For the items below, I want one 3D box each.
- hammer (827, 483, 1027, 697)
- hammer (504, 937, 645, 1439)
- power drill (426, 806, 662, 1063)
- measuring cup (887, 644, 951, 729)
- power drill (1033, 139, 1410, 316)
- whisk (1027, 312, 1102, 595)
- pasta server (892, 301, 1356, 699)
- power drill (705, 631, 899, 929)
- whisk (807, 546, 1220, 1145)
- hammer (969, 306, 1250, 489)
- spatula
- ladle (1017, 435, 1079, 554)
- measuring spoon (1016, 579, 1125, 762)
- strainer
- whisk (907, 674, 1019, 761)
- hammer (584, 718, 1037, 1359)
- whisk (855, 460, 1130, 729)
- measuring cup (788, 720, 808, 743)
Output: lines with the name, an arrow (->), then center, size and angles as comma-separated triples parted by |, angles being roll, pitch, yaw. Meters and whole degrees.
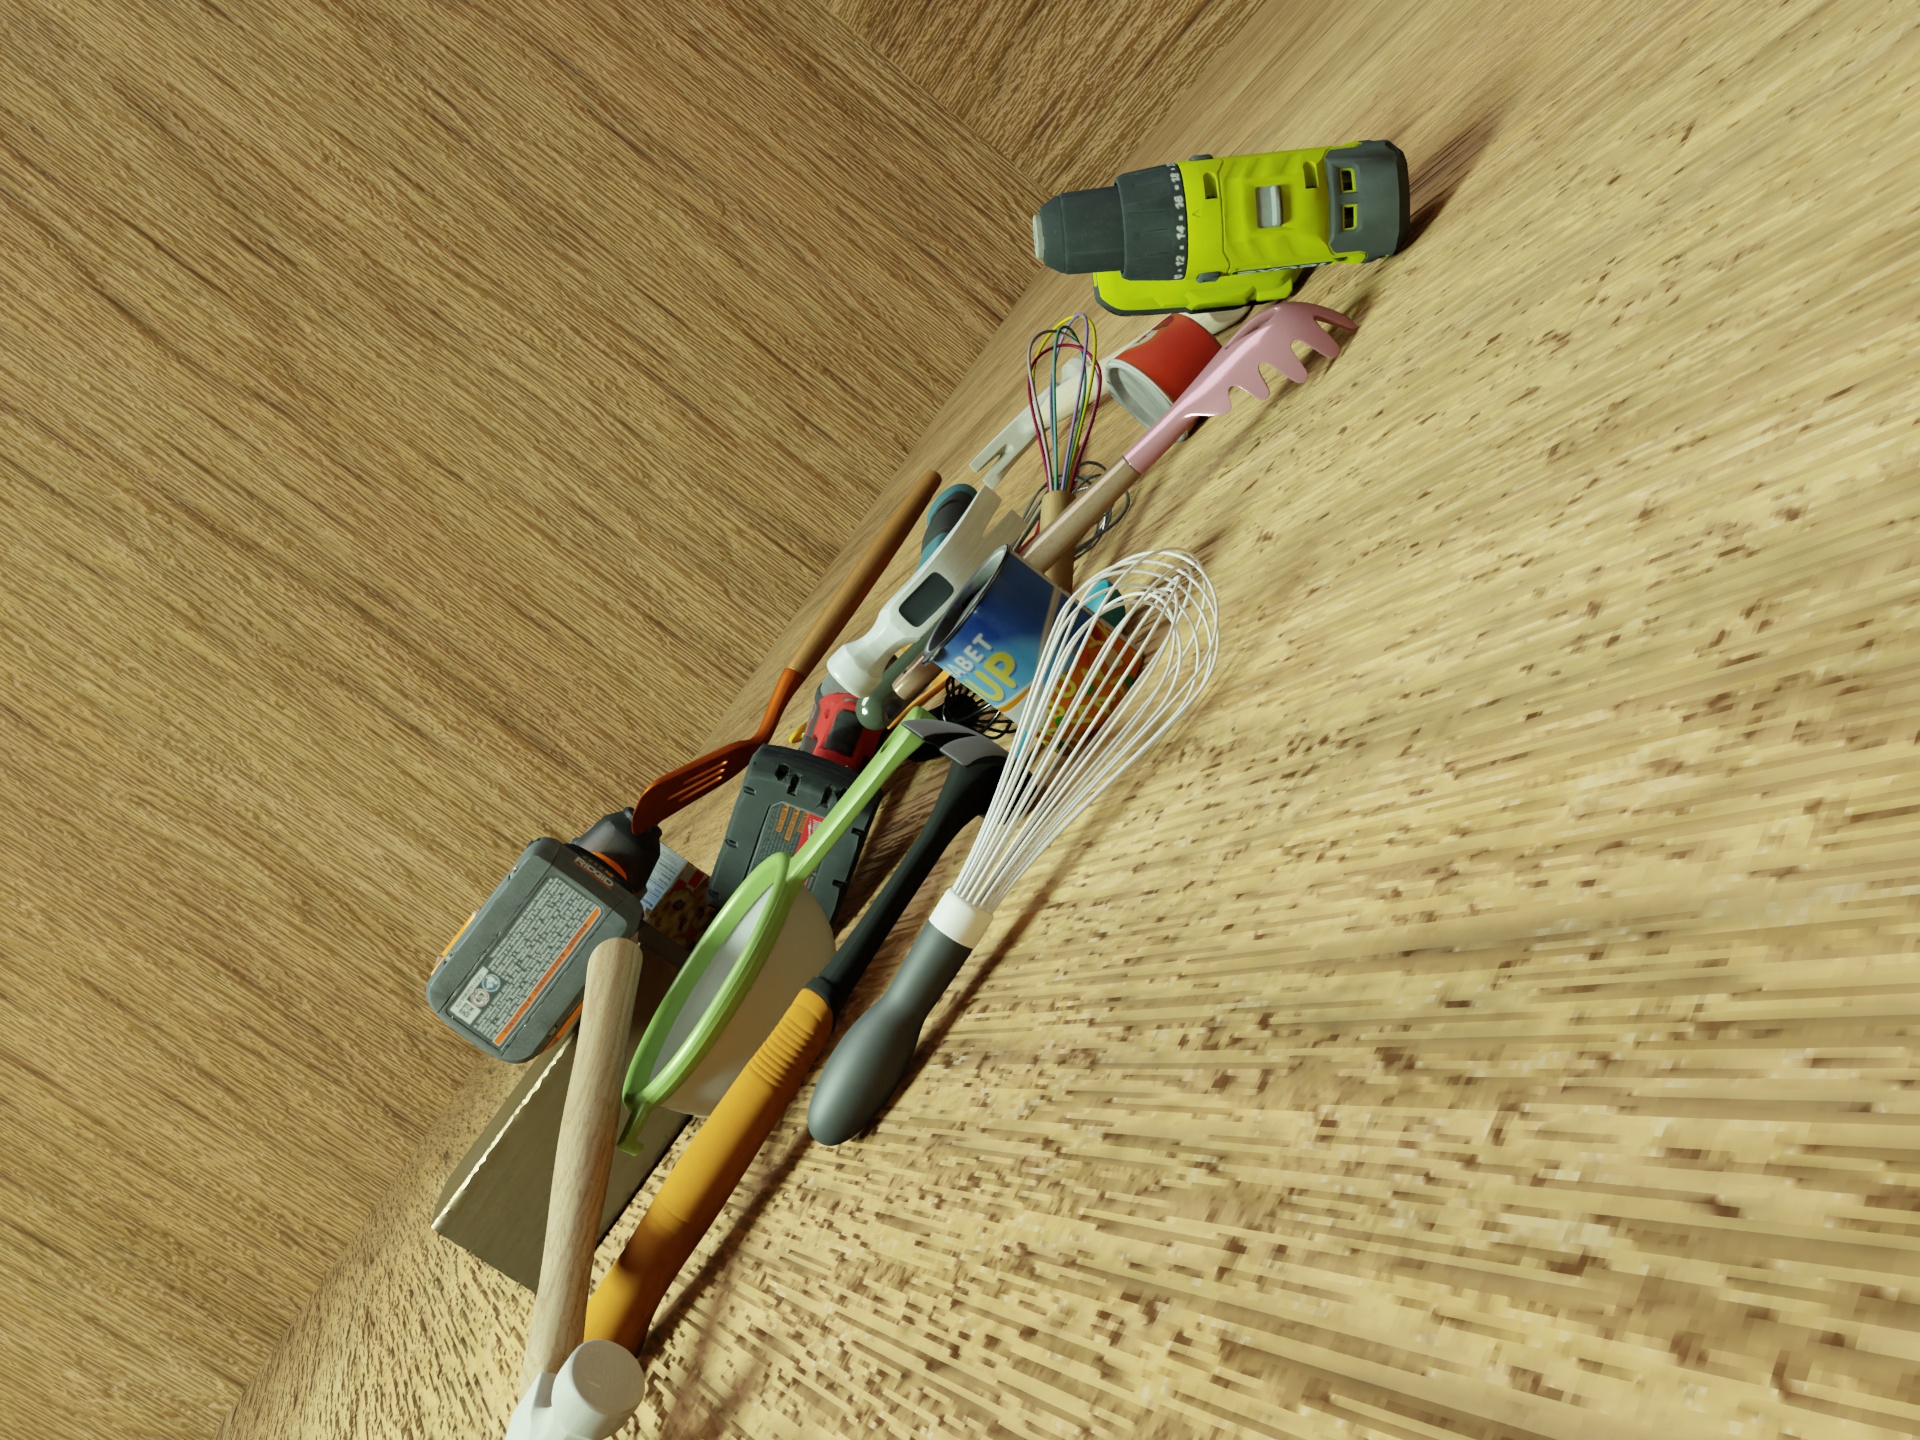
hammer -> -0.013, -0.108, 1.006 | 0.128, 0.033, 0.331 | -45, 10, 14
hammer -> -0.174, 0.213, 0.724 | 0.130, 0.031, 0.332 | -56, 20, 22
power drill -> -0.244, 0.119, 0.997 | 0.164, 0.084, 0.226 | -53, 5, -4
measuring cup -> -0.018, -0.048, 1.022 | 0.095, 0.052, 0.174 | -44, -1, 37
power drill -> 0.134, -0.279, 0.911 | 0.228, 0.190, 0.080 | -87, -8, -79
whisk -> 0.059, -0.149, 0.967 | 0.051, 0.047, 0.245 | 63, -152, -57
pasta server -> 0.079, -0.114, 0.862 | 0.316, 0.040, 0.060 | -43, 13, 18
power drill -> -0.084, 0.035, 1.011 | 0.220, 0.078, 0.143 | -72, 3, -67
whisk -> 0.018, 0.054, 0.647 | 0.284, 0.070, 0.070 | -58, 10, 4
hammer -> 0.117, -0.273, 1.269 | 0.146, 0.038, 0.411 | -46, 10, -11
spatula -> -0.102, -0.052, 1.020 | 0.323, 0.041, 0.081 | -58, 0, -27
ladle -> 0.069, -0.167, 1.206 | 0.069, 0.031, 0.316 | -42, 12, 25
measuring spoon -> 0.053, -0.011, 0.816 | 0.128, 0.021, 0.042 | -63, 11, -3
strainer -> -0.074, 0.107, 0.804 | 0.256, 0.069, 0.152 | -51, 13, 14
whisk -> -0.002, -0.002, 0.934 | 0.055, 0.055, 0.239 | -56, 7, -17
hammer -> -0.079, 0.149, 0.705 | 0.337, 0.034, 0.127 | -57, -19, 0
whisk -> 0.021, -0.078, 0.972 | 0.246, 0.059, 0.057 | -46, -37, -26
measuring cup -> -0.084, 0.007, 1.170 | 0.062, 0.029, 0.156 | -52, -9, 18
